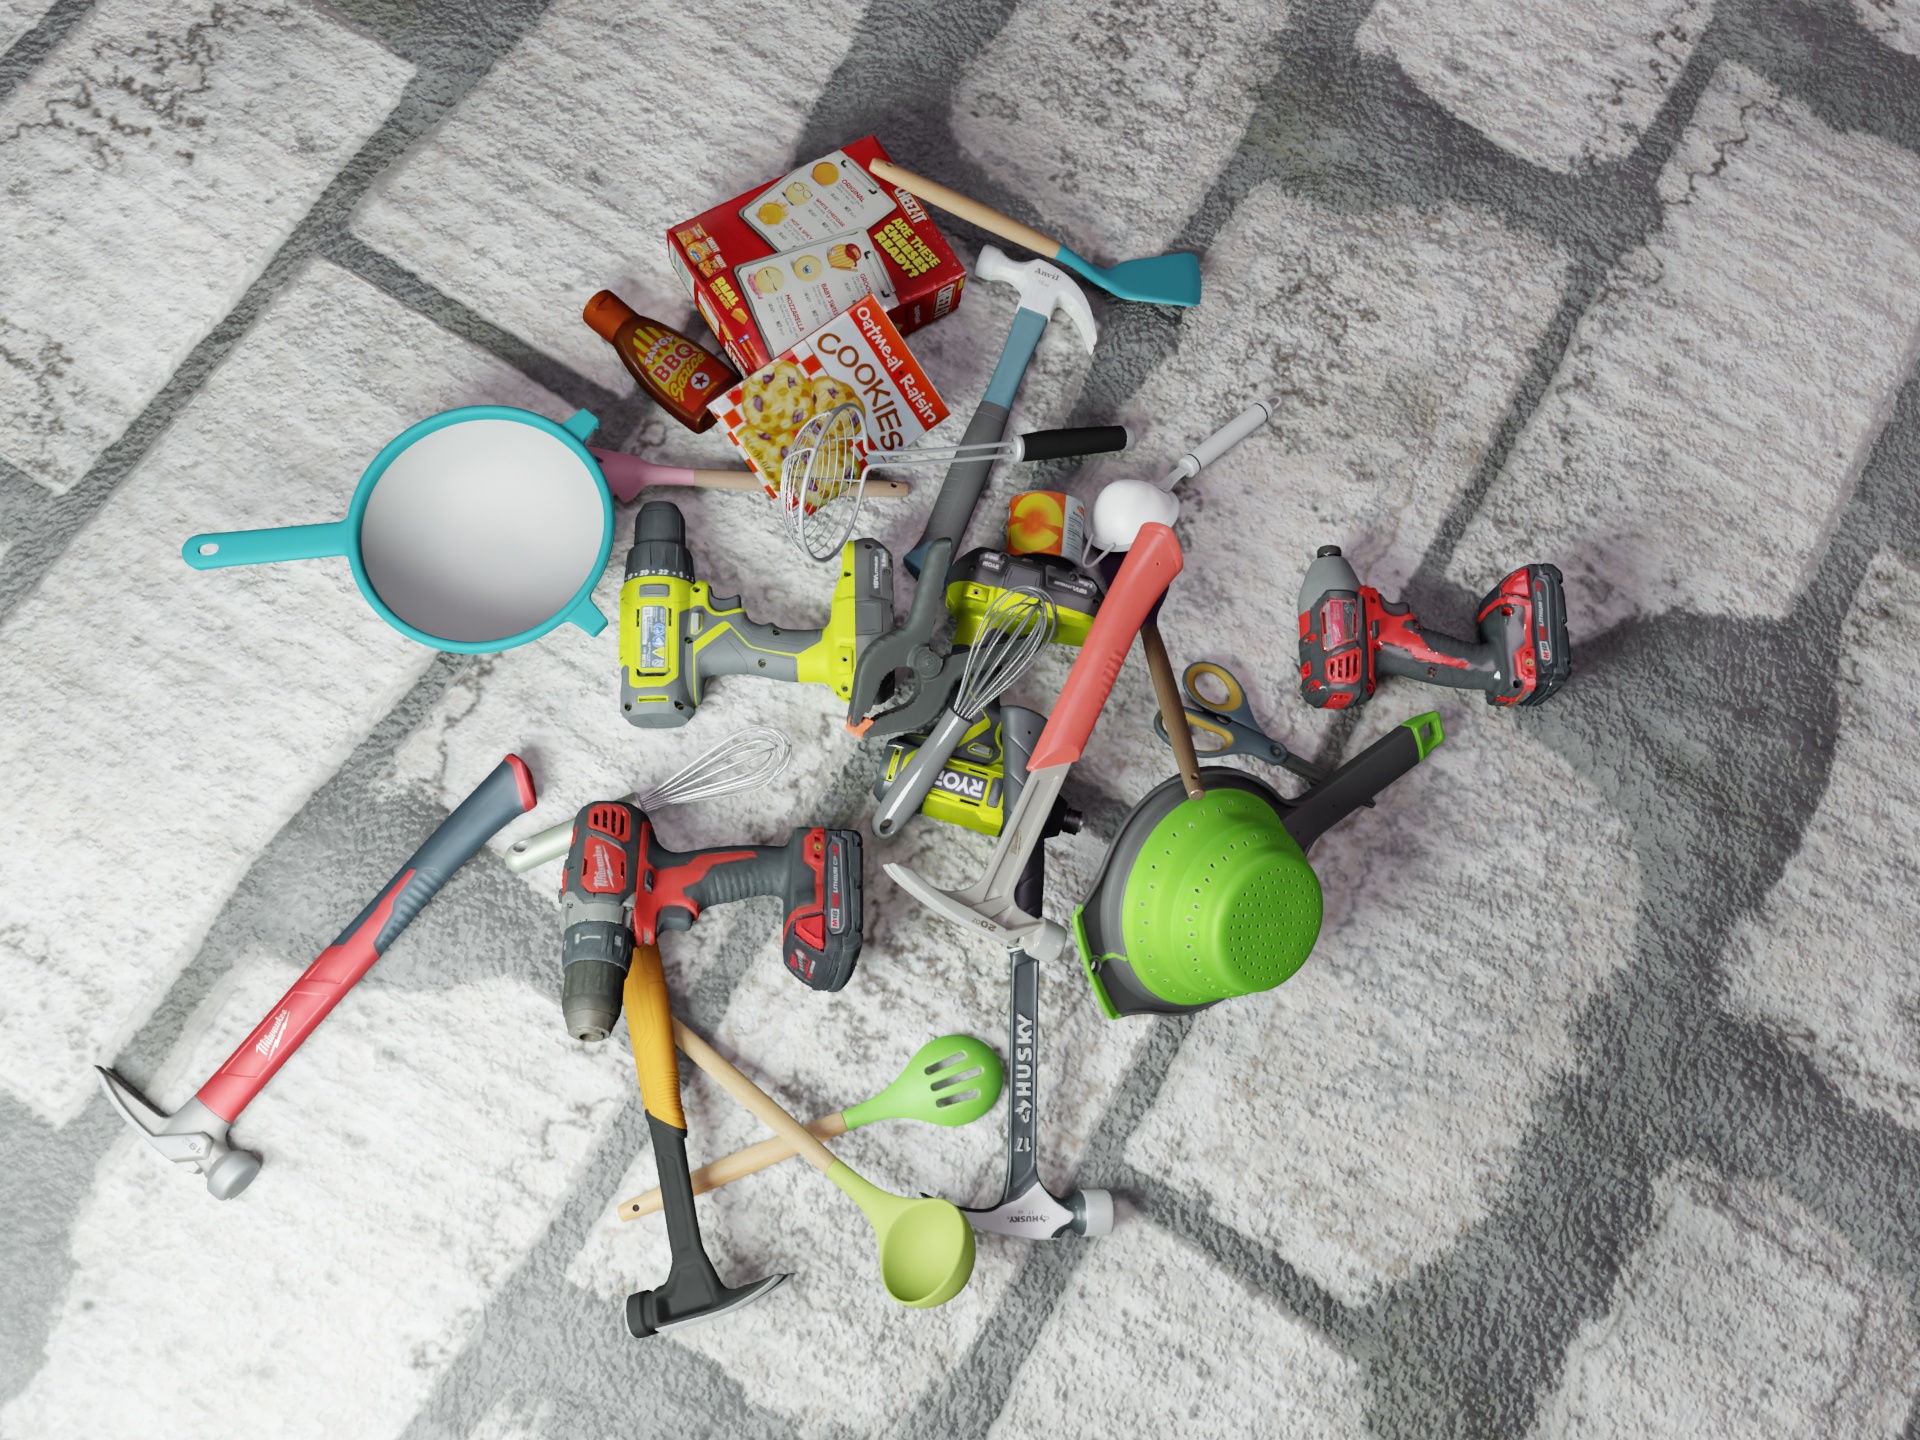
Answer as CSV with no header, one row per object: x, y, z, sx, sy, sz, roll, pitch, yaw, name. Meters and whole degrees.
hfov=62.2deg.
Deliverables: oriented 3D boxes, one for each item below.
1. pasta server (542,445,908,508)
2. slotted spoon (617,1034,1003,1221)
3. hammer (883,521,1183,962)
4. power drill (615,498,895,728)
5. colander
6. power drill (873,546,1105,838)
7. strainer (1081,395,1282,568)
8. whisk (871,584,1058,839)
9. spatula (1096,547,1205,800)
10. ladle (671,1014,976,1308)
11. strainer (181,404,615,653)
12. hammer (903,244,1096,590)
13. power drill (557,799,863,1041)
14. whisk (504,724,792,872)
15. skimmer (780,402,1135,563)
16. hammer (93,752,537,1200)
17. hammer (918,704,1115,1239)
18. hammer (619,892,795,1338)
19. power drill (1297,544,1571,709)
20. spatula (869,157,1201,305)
-0.203,-0.206,1.377,0.316,0.040,0.060,2,73,-9,pasta server
-0.113,0.321,1.228,0.313,0.031,0.070,-20,77,-9,slotted spoon
0.078,-0.003,1.234,0.149,0.037,0.359,30,73,-14,hammer
-0.170,-0.093,1.319,0.228,0.080,0.191,-1,75,-2,power drill
0.273,0.104,1.252,0.397,0.095,0.204,-31,116,-24,colander
0.039,-0.016,1.317,0.171,0.080,0.223,16,77,1,power drill
0.195,-0.222,1.402,0.258,0.050,0.087,-38,44,-22,strainer
-0.003,-0.004,1.234,0.055,0.055,0.239,35,103,6,whisk
0.161,-0.056,1.296,0.059,0.018,0.316,-4,46,-4,spatula
-0.119,0.315,1.187,0.320,0.062,0.078,36,83,19,ladle
-0.446,-0.138,1.300,0.340,0.095,0.211,-5,75,-2,strainer
0.024,-0.265,1.409,0.128,0.033,0.331,21,73,2,hammer
-0.191,0.156,1.206,0.226,0.080,0.188,6,55,-11,power drill
-0.250,0.066,1.284,0.246,0.059,0.058,-23,40,-7,whisk
0.011,-0.209,1.312,0.363,0.127,0.090,-11,33,-29,skimmer
-0.481,0.170,1.234,0.143,0.038,0.386,37,74,8,hammer
0.044,0.192,1.234,0.149,0.036,0.409,2,82,-13,hammer
-0.220,0.278,1.200,0.127,0.034,0.337,-21,67,13,hammer
0.399,-0.080,1.368,0.219,0.078,0.143,1,73,-2,power drill
0.069,-0.442,1.429,0.317,0.044,0.082,19,48,-17,spatula
